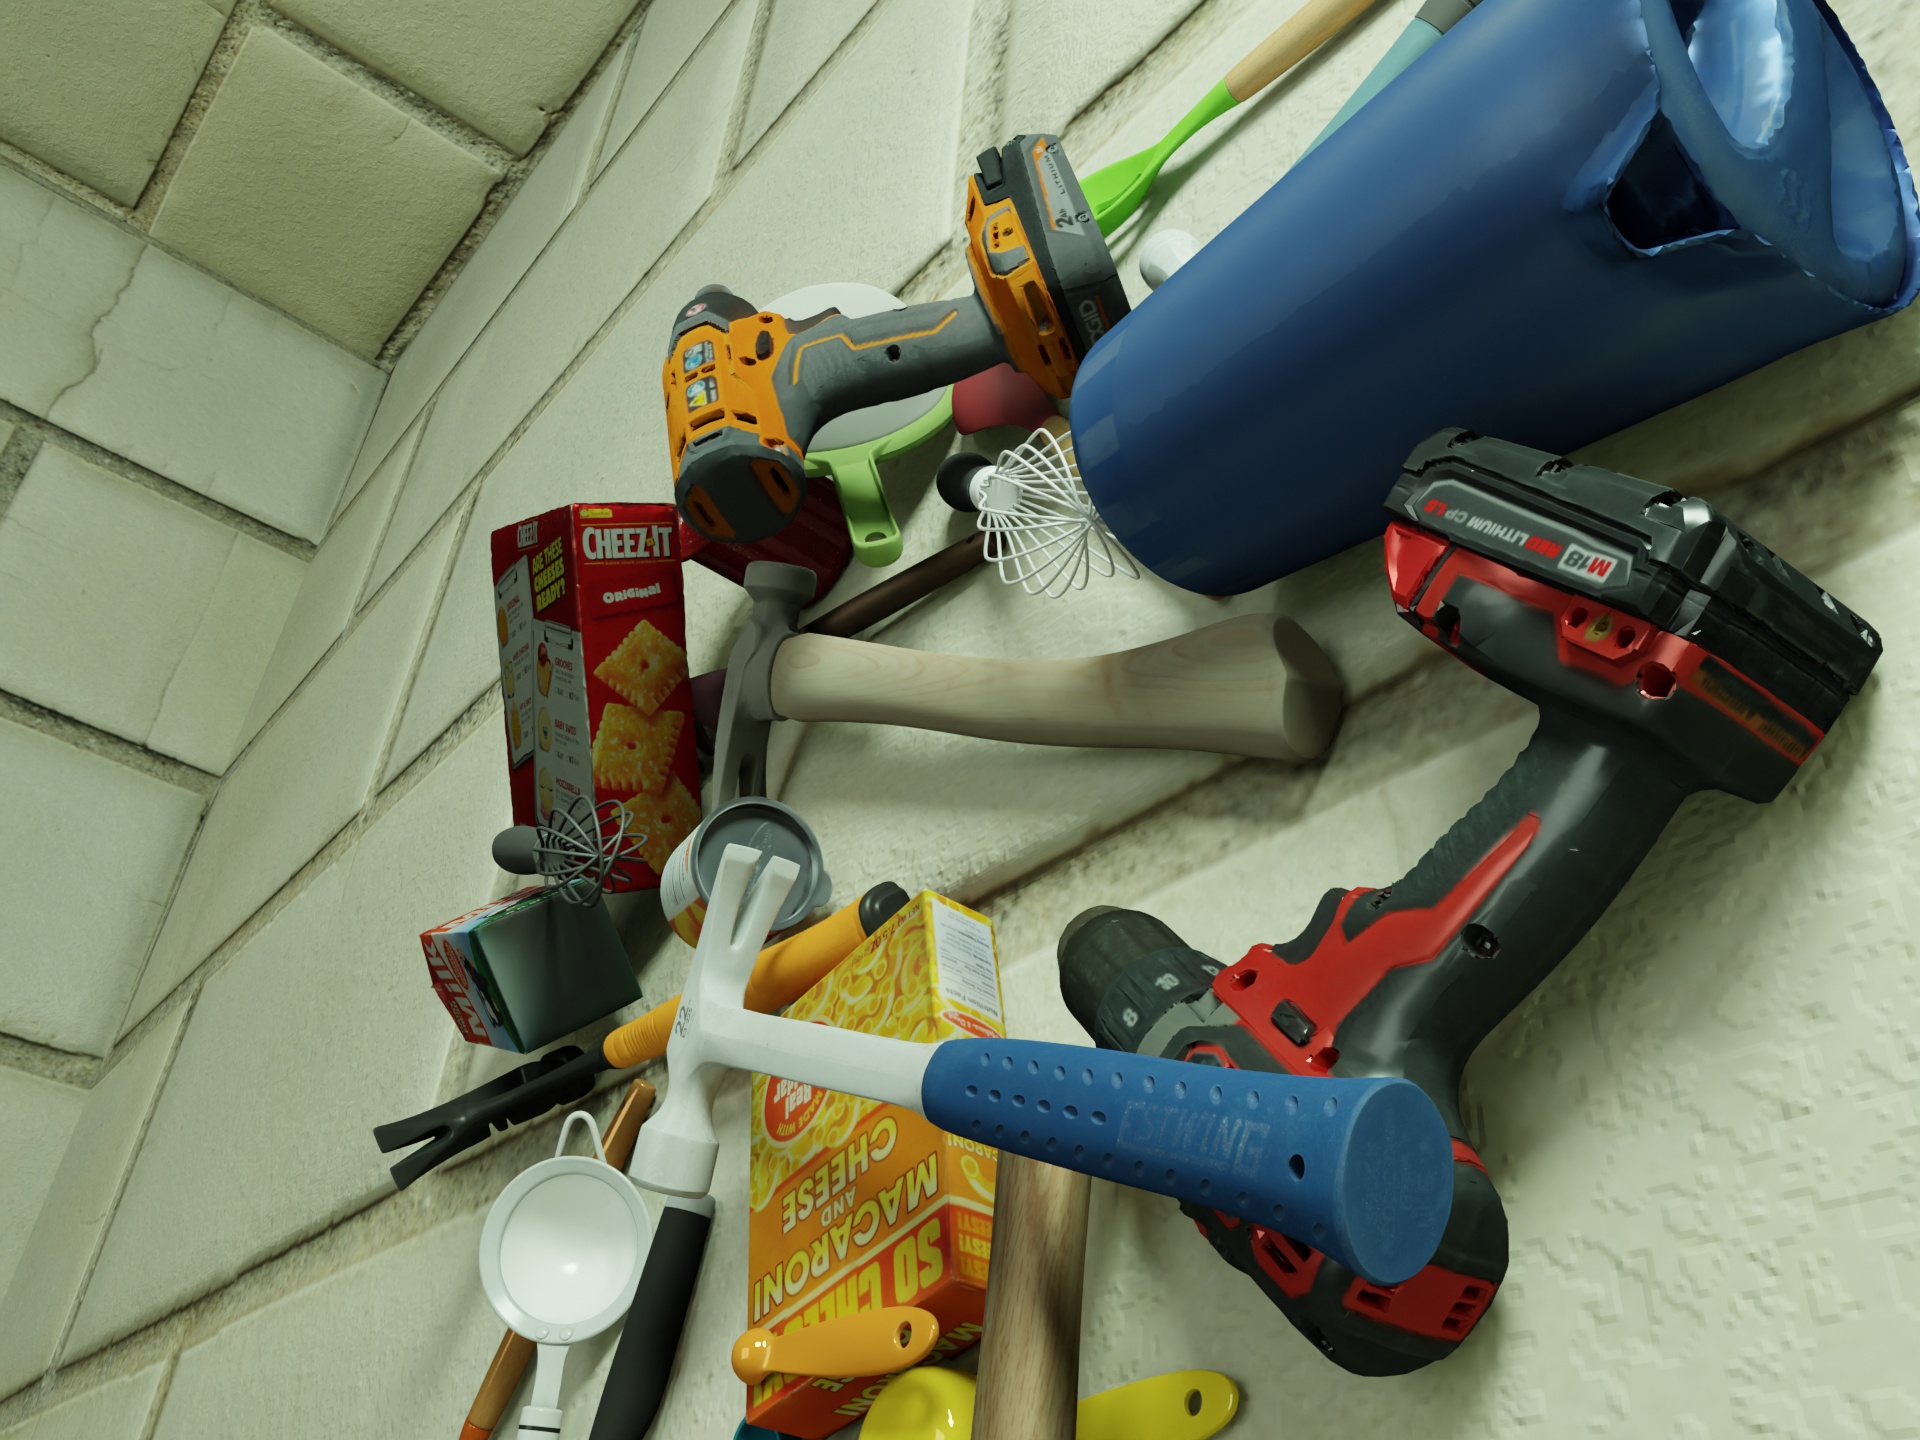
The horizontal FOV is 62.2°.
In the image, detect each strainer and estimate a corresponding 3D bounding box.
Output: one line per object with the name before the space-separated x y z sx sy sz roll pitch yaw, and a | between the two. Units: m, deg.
strainer | -0.194 0.317 0.740 0.087 0.050 0.259 1 64 10
strainer | -0.066 -0.171 0.842 0.151 0.069 0.257 -13 37 -5

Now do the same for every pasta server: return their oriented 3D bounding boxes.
pasta server | -0.082 -0.039 0.886 0.316 0.040 0.060 -24 46 42

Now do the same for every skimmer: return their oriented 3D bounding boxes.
skimmer | -0.196 0.365 0.649 0.127 0.090 0.363 105 -179 -65

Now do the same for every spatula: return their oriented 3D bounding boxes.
spatula | -0.239 0.329 0.800 0.081 0.041 0.322 13 75 61

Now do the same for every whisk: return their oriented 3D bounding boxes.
whisk | 0.021 -0.100 0.701 0.070 0.070 0.285 -59 15 5
whisk | -0.218 0.068 0.845 0.239 0.055 0.055 -8 59 62

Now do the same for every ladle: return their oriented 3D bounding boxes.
ladle | 0.053 -0.125 0.742 0.069 0.031 0.316 -51 32 13

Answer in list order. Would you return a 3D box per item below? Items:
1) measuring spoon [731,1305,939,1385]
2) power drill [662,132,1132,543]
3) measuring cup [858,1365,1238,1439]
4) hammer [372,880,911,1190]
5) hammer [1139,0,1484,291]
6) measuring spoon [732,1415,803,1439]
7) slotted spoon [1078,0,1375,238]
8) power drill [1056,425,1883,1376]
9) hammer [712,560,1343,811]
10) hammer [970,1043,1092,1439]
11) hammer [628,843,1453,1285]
measuring spoon | -0.046 0.210 0.536 0.117 0.011 0.021 -29 43 45
power drill | -0.040 -0.192 0.769 0.226 0.084 0.164 -22 50 9
measuring cup | 0.020 0.219 0.489 0.156 0.029 0.062 -36 38 40
hammer | -0.147 0.149 0.761 0.337 0.127 0.034 -30 83 37
hammer | 0.199 -0.287 0.637 0.331 0.033 0.128 -50 30 21
measuring spoon | -0.064 0.313 0.564 0.042 0.021 0.129 -43 43 40
slotted spoon | 0.148 -0.311 0.746 0.314 0.031 0.070 -29 27 41
power drill | 0.117 0.038 0.448 0.226 0.080 0.188 -61 28 8
hammer | -0.001 -0.002 0.695 0.411 0.038 0.146 5 85 56
hammer | 0.011 0.252 0.438 0.130 0.031 0.332 -19 51 36
hammer | -0.010 0.109 0.509 0.405 0.035 0.144 -10 64 59
